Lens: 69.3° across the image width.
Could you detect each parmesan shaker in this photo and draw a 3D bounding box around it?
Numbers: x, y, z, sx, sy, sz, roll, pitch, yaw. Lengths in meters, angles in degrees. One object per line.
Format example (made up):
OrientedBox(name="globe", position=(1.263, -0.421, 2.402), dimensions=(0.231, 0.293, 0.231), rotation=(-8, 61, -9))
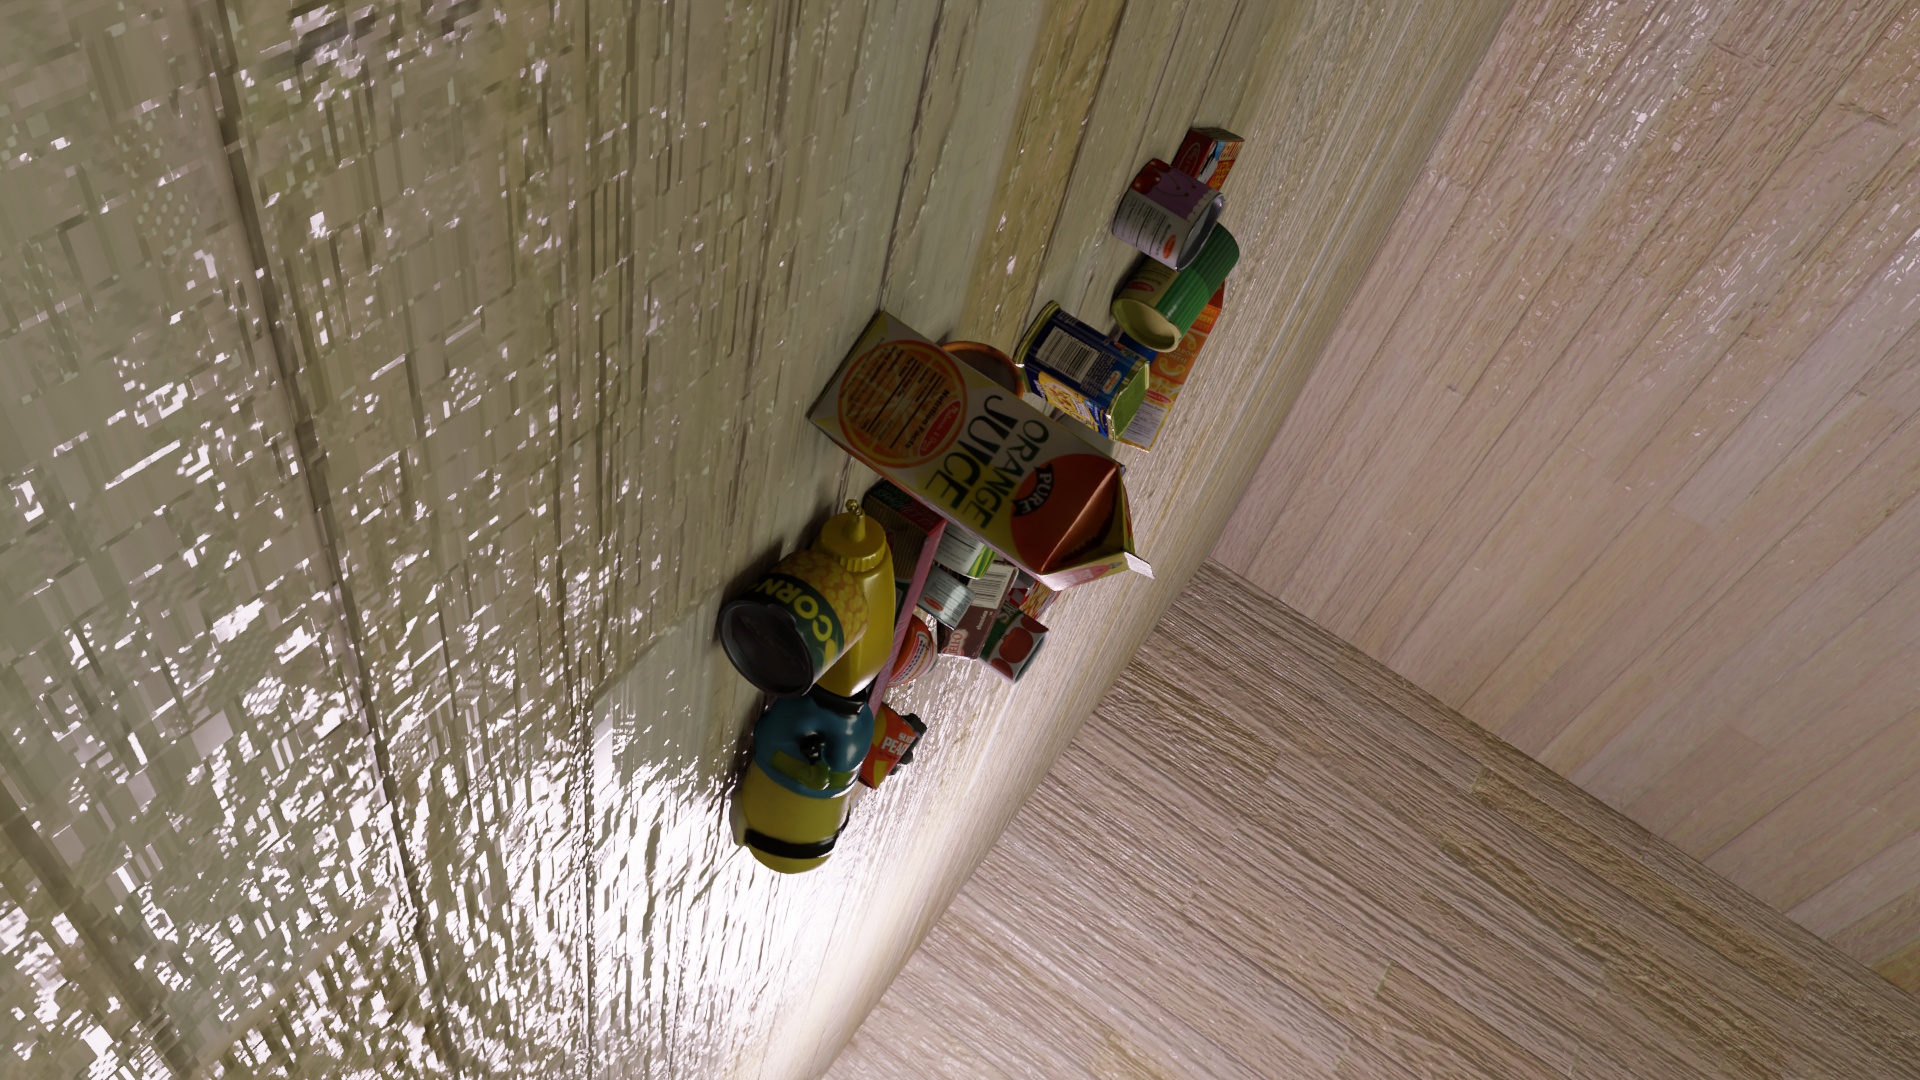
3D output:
OrientedBox(name="parmesan shaker", position=(0.186, -0.220, 1.181), dimensions=(0.103, 0.071, 0.071), rotation=(-53, 167, -16))

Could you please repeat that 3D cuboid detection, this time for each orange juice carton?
OrientedBox(name="orange juice carton", position=(0.022, -0.036, 0.740), dimensions=(0.073, 0.193, 0.071), rotation=(-56, 168, -2))

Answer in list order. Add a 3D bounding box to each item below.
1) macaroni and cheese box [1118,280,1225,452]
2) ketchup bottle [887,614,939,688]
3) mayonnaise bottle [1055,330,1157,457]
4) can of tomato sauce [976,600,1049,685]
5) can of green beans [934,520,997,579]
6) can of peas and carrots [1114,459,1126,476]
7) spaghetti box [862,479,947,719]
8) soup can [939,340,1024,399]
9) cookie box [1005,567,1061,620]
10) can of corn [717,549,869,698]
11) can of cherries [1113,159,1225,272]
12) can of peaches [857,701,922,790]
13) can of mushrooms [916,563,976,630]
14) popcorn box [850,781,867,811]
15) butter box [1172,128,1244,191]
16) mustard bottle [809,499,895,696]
OrientedBox(name="macaroni and cheese box", position=(0.199, -0.185, 1.314), dimensions=(0.124, 0.040, 0.165), rotation=(-71, -177, -52))
OrientedBox(name="ketchup bottle", position=(-0.048, 0.089, 1.123), dimensions=(0.064, 0.043, 0.148), rotation=(-57, 168, -1))
OrientedBox(name="mayonnaise bottle", position=(0.126, -0.119, 1.231), dimensions=(0.148, 0.065, 0.041), rotation=(-59, -174, -11))
OrientedBox(name="can of tomato sauce", position=(0.036, 0.089, 1.346), dimensions=(0.071, 0.083, 0.071), rotation=(-53, 167, -17))
OrientedBox(name="can of green beans", position=(0.003, -0.013, 1.014), dimensions=(0.057, 0.071, 0.071), rotation=(-59, 167, 10))
OrientedBox(name="can of peas and carrots", position=(0.119, -0.061, 1.347), dimensions=(0.071, 0.059, 0.070), rotation=(-53, 167, -18))
OrientedBox(name="spaghetti box", position=(-0.064, 0.059, 0.973), dimensions=(0.029, 0.050, 0.248), rotation=(-43, 162, -42))
OrientedBox(name="soup can", position=(-0.001, -0.074, 0.860), dimensions=(0.072, 0.071, 0.083), rotation=(-48, 164, -34))
OrientedBox(name="cookie box", position=(0.076, 0.047, 1.491), dimensions=(0.168, 0.040, 0.122), rotation=(-41, 160, -50))
OrientedBox(name="can of corn", position=(-0.094, 0.045, 0.792), dimensions=(0.058, 0.071, 0.070), rotation=(-45, 163, -45))
OrientedBox(name="can of cherries", position=(0.157, -0.245, 1.043), dimensions=(0.072, 0.058, 0.071), rotation=(-53, 166, -20))
OrientedBox(name="can of peaches", position=(-0.076, 0.164, 1.137), dimensions=(0.058, 0.071, 0.071), rotation=(-52, 166, -16))
OrientedBox(name="can of mushrooms", position=(-0.025, 0.035, 1.036), dimensions=(0.033, 0.071, 0.071), rotation=(-57, 167, -3))
OrientedBox(name="popcorn box", position=(-0.103, 0.206, 1.214), dimensions=(0.127, 0.038, 0.085), rotation=(-56, 168, -7))
OrientedBox(name="butter box", position=(0.198, -0.305, 1.124), dimensions=(0.104, 0.024, 0.053), rotation=(-33, 152, -61))
OrientedBox(name="mustard bottle", position=(-0.069, 0.030, 0.858), dimensions=(0.049, 0.065, 0.159), rotation=(-41, 157, -38))
